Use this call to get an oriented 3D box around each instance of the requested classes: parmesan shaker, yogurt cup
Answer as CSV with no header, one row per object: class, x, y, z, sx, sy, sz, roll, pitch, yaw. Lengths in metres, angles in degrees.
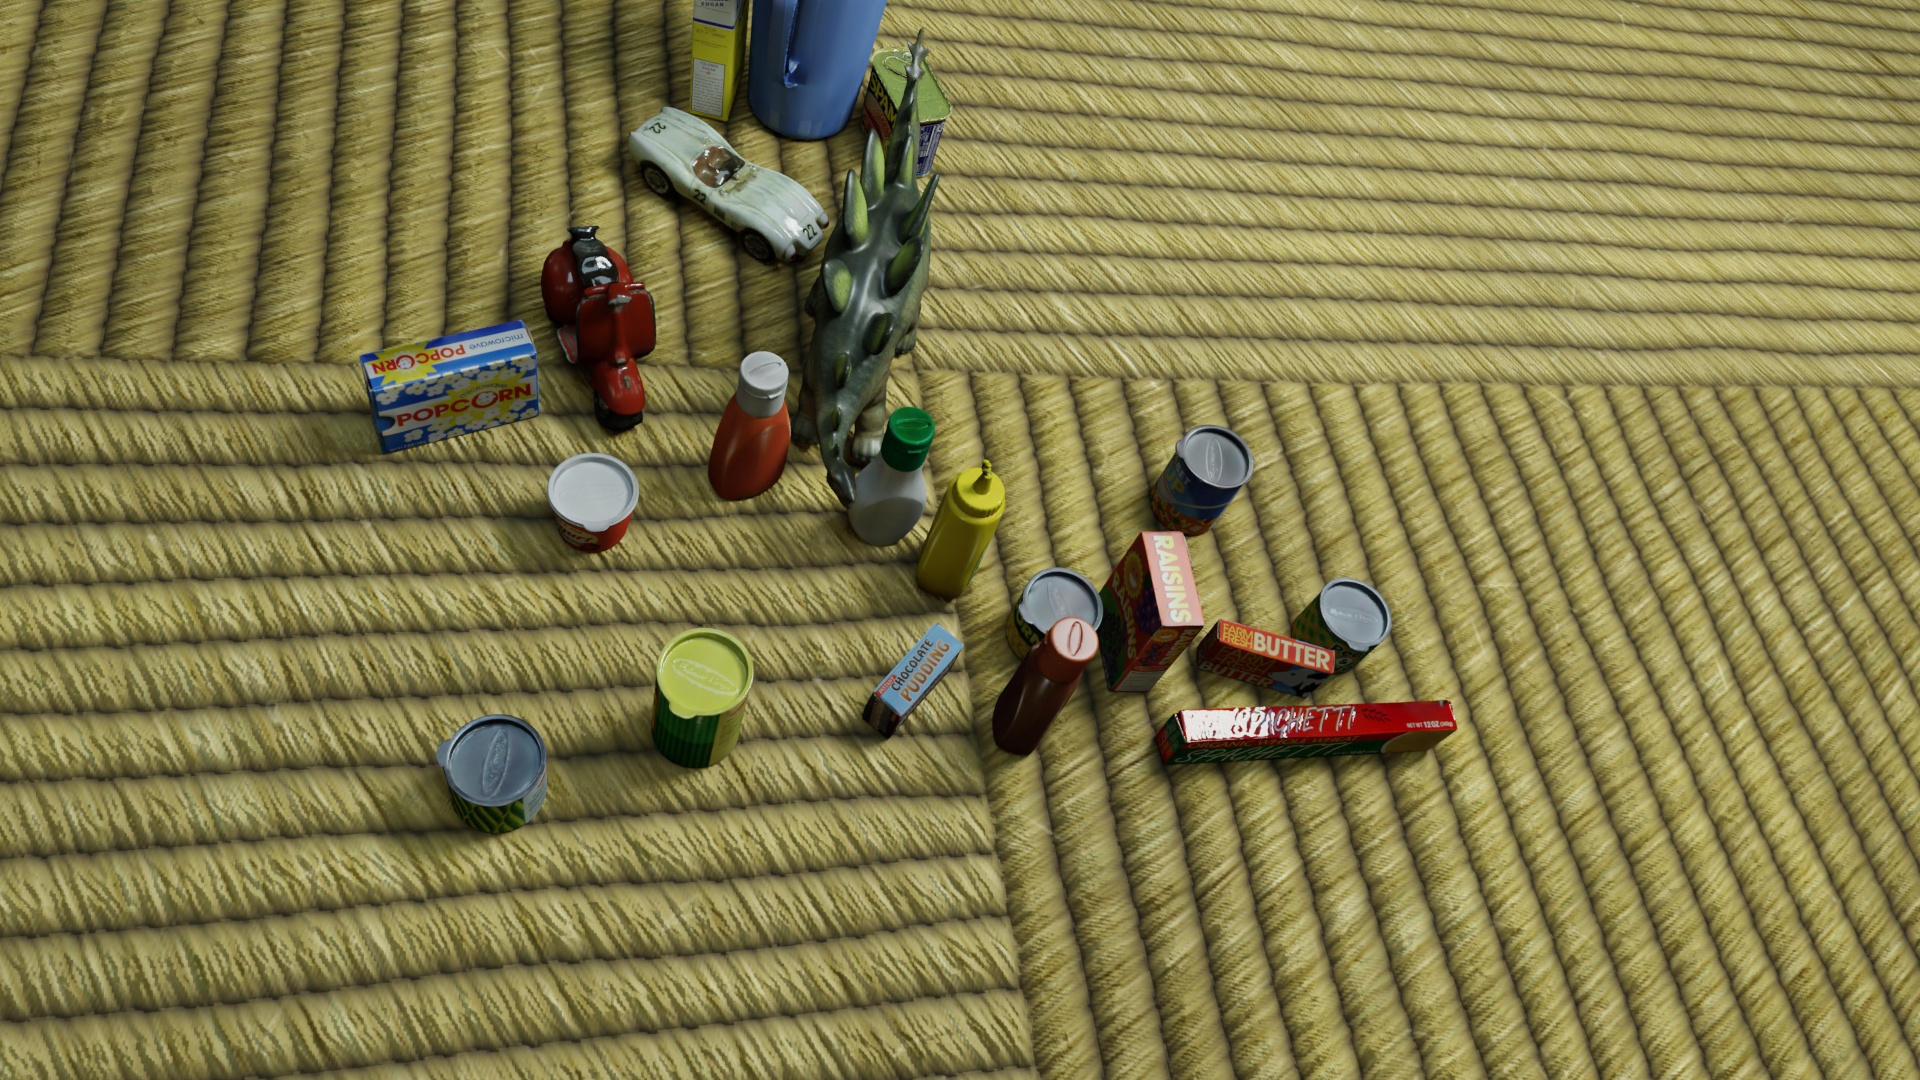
parmesan shaker,-0.188,0.117,0.995,0.071,0.102,0.071,7,58,-11
yogurt cup,-0.287,-0.027,1.085,0.072,0.053,0.073,7,58,-11

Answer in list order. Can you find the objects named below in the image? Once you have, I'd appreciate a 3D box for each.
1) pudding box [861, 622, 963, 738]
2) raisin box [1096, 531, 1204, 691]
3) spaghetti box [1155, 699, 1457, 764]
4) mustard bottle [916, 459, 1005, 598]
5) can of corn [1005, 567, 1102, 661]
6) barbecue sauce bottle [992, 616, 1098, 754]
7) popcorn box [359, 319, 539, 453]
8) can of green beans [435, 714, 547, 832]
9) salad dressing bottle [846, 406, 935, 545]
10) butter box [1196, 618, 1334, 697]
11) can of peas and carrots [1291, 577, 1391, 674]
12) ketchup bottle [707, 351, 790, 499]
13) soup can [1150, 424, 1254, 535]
pudding box,-0.037,0.108,1.075,0.030,0.049,0.084,38,57,9
raisin box,0.149,0.059,1.113,0.040,0.122,0.086,1,59,-15
spaghetti box,0.284,0.156,1.135,0.250,0.050,0.029,0,60,-16
mustard bottle,0.004,-0.014,1.095,0.049,0.159,0.065,22,56,-2
can of corn,0.073,0.065,1.127,0.071,0.058,0.071,7,58,-11
barbecue sauce bottle,0.063,0.106,1.045,0.044,0.147,0.065,18,56,-5
popcorn box,-0.399,-0.121,1.093,0.127,0.084,0.038,-18,66,-25
can of green beans,-0.320,0.161,0.958,0.071,0.057,0.071,7,58,-11
salad dressing bottle,-0.053,-0.050,1.109,0.064,0.147,0.044,-3,61,-17
butter box,0.254,0.099,1.160,0.103,0.052,0.024,16,57,-6
can of peas and carrots,0.326,0.076,1.191,0.071,0.058,0.071,7,58,-11
ketchup bottle,-0.163,-0.090,1.102,0.065,0.148,0.043,-26,69,-27
soup can,0.208,-0.053,1.222,0.071,0.083,0.071,7,58,-11
